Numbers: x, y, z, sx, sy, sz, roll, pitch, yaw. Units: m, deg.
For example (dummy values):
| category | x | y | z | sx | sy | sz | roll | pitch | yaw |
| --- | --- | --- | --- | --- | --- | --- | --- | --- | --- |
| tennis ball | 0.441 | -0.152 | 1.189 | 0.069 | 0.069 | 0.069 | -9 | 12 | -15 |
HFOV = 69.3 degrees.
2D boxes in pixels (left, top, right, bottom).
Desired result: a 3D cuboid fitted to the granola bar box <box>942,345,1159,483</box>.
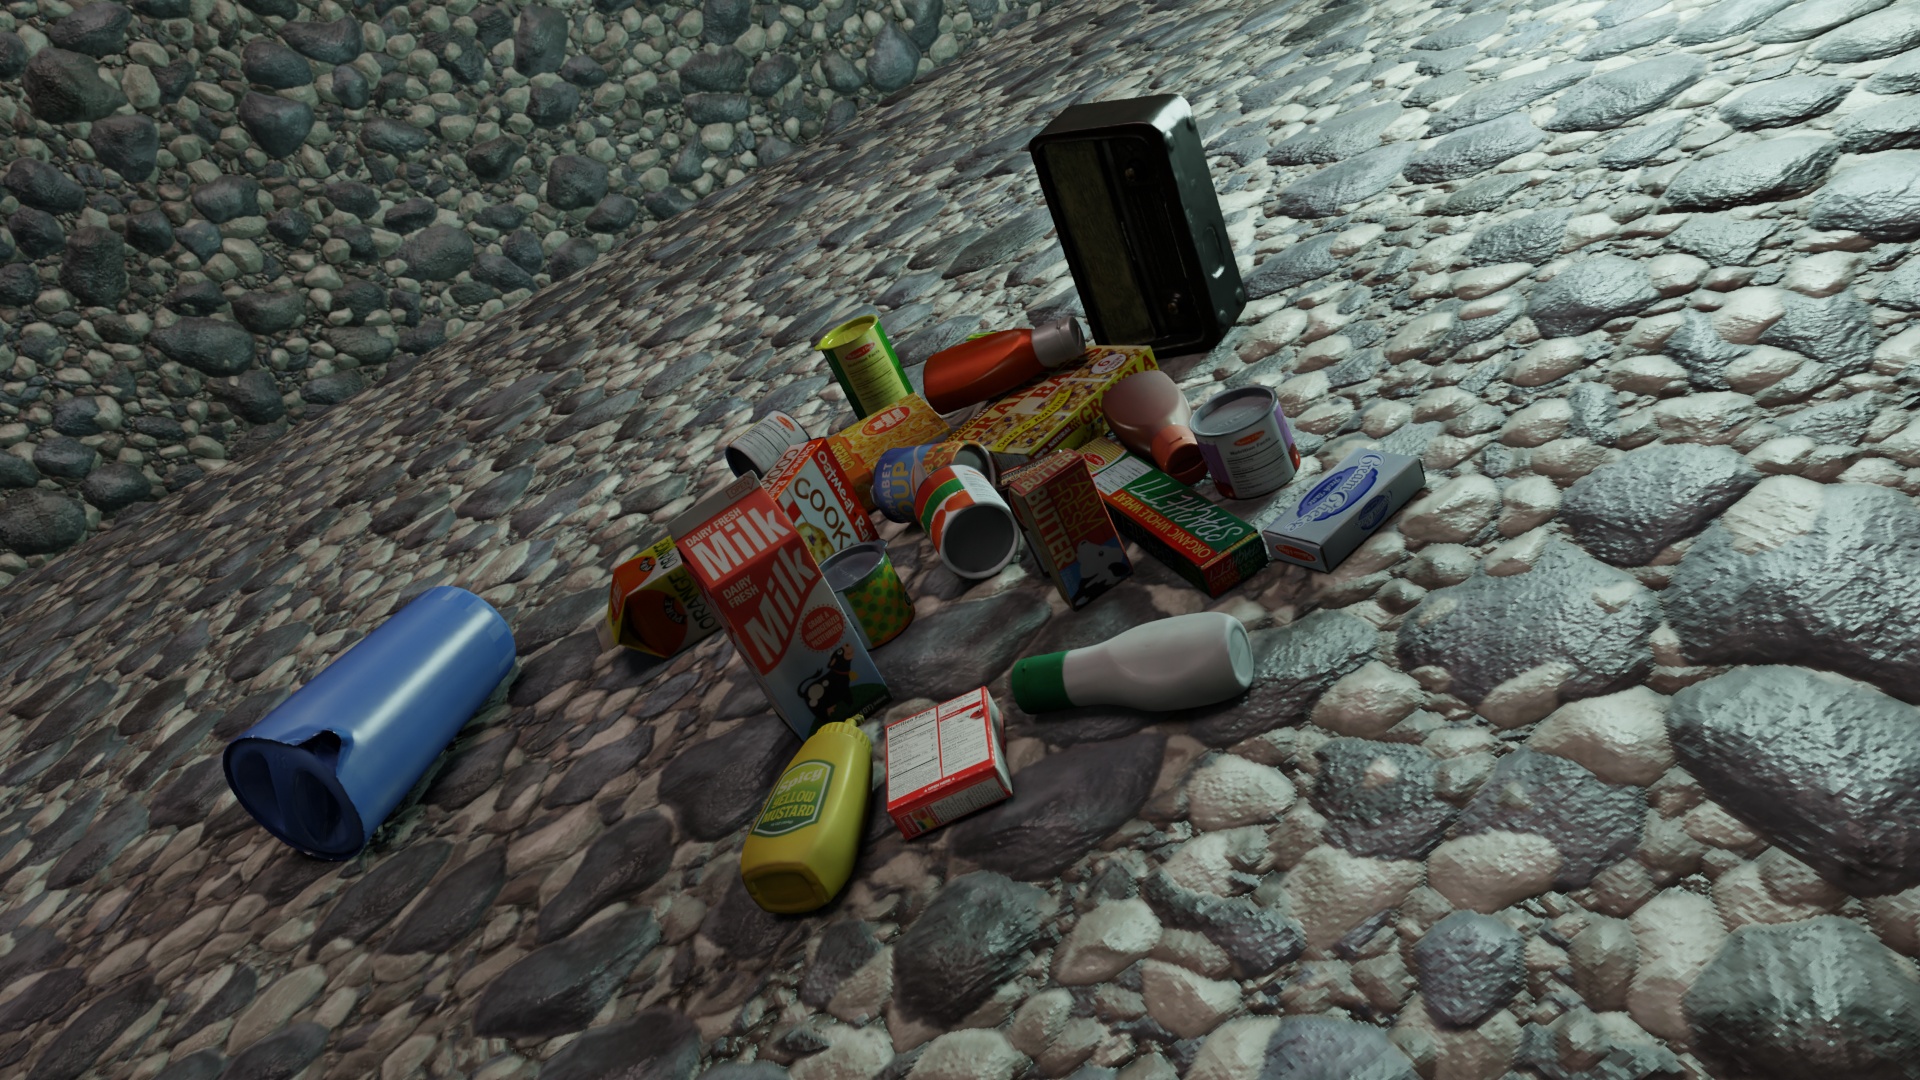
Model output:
| category | x | y | z | sx | sy | sz | roll | pitch | yaw |
| --- | --- | --- | --- | --- | --- | --- | --- | --- | --- |
| granola bar box | 0.081 | -0.112 | 1.223 | 0.166 | 0.039 | 0.124 | -41 | 29 | -26 |

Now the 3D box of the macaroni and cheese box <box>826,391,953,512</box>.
| category | x | y | z | sx | sy | sz | roll | pitch | yaw |
| --- | --- | --- | --- | --- | --- | --- | --- | --- | --- |
| macaroni and cheese box | -0.092 | -0.069 | 1.305 | 0.167 | 0.040 | 0.124 | -29 | 27 | -5 |

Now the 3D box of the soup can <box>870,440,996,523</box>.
| category | x | y | z | sx | sy | sz | roll | pitch | yaw |
| --- | --- | --- | --- | --- | --- | --- | --- | --- | --- |
| soup can | -0.023 | -0.048 | 1.173 | 0.083 | 0.071 | 0.072 | -4 | 35 | 38 |

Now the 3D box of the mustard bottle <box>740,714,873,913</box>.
| category | x | y | z | sx | sy | sz | roll | pitch | yaw |
| --- | --- | --- | --- | --- | --- | --- | --- | --- | --- |
| mustard bottle | -0.088 | 0.161 | 0.879 | 0.065 | 0.048 | 0.161 | -14 | 29 | 21 |

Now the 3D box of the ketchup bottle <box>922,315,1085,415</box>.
| category | x | y | z | sx | sy | sz | roll | pitch | yaw |
| --- | --- | --- | --- | --- | --- | --- | --- | --- | --- |
| ketchup bottle | 0.039 | -0.163 | 1.256 | 0.148 | 0.043 | 0.065 | -17 | 46 | 25 |

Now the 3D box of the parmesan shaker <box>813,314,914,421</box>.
| category | x | y | z | sx | sy | sz | roll | pitch | yaw |
| --- | --- | --- | --- | --- | --- | --- | --- | --- | --- |
| parmesan shaker | -0.094 | -0.167 | 1.412 | 0.071 | 0.102 | 0.071 | -21 | 27 | 11 |

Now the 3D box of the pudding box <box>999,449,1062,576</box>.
| category | x | y | z | sx | sy | sz | roll | pitch | yaw |
| --- | --- | --- | --- | --- | --- | --- | --- | --- | --- |
| pudding box | 0.067 | -0.020 | 1.021 | 0.049 | 0.083 | 0.030 | -21 | 27 | 13 |

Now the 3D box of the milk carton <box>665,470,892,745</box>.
| category | x | y | z | sx | sy | sz | roll | pitch | yaw |
| --- | --- | --- | --- | --- | --- | --- | --- | --- | --- |
| milk carton | -0.128 | 0.047 | 0.963 | 0.072 | 0.190 | 0.073 | -35 | 27 | -14 |

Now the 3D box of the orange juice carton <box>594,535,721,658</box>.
| category | x | y | z | sx | sy | sz | roll | pitch | yaw |
| --- | --- | --- | --- | --- | --- | --- | --- | --- | --- |
| orange juice carton | -0.231 | 0.035 | 1.209 | 0.193 | 0.072 | 0.072 | -32 | 27 | -8 |

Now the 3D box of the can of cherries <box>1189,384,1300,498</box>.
| category | x | y | z | sx | sy | sz | roll | pitch | yaw |
| --- | --- | --- | --- | --- | --- | --- | --- | --- | --- |
| can of cherries | 0.209 | -0.073 | 1.017 | 0.071 | 0.058 | 0.072 | -22 | 27 | 12 |

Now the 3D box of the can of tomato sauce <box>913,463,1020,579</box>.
| category | x | y | z | sx | sy | sz | roll | pitch | yaw |
| --- | --- | --- | --- | --- | --- | --- | --- | --- | --- |
| can of tomato sauce | 0.004 | -0.014 | 1.091 | 0.071 | 0.071 | 0.083 | -29 | 27 | -3 |

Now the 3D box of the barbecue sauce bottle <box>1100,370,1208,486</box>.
| category | x | y | z | sx | sy | sz | roll | pitch | yaw |
| --- | --- | --- | --- | --- | --- | --- | --- | --- | --- |
| barbecue sauce bottle | 0.159 | -0.089 | 1.107 | 0.065 | 0.043 | 0.149 | -26 | 27 | 3 |

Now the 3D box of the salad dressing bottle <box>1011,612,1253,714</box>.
| category | x | y | z | sx | sy | sz | roll | pitch | yaw |
| --- | --- | --- | --- | --- | --- | --- | --- | --- | --- |
| salad dressing bottle | 0.103 | 0.080 | 0.857 | 0.147 | 0.044 | 0.064 | -12 | 32 | 30 |

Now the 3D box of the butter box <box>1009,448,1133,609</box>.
| category | x | y | z | sx | sy | sz | roll | pitch | yaw |
| --- | --- | --- | --- | --- | --- | --- | --- | --- | --- |
| butter box | 0.078 | -0.008 | 0.969 | 0.053 | 0.103 | 0.024 | -32 | 27 | -12 |

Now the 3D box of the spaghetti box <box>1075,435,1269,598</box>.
| category | x | y | z | sx | sy | sz | roll | pitch | yaw |
| --- | --- | --- | --- | --- | --- | --- | --- | --- | --- |
| spaghetti box | 0.141 | -0.023 | 1.022 | 0.050 | 0.028 | 0.251 | -31 | 27 | -8 |

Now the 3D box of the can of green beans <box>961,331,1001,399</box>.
| category | x | y | z | sx | sy | sz | roll | pitch | yaw |
| --- | --- | --- | --- | --- | --- | --- | --- | --- | --- |
| can of green beans | 0.039 | -0.168 | 1.333 | 0.058 | 0.071 | 0.071 | 4 | 40 | 45 |

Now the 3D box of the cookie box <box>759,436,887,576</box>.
| category | x | y | z | sx | sy | sz | roll | pitch | yaw |
| --- | --- | --- | --- | --- | --- | --- | --- | --- | --- |
| cookie box | -0.129 | 0.015 | 1.094 | 0.040 | 0.122 | 0.168 | -9 | 32 | 32 |

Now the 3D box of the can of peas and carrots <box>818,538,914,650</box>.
| category | x | y | z | sx | sy | sz | roll | pitch | yaw |
| --- | --- | --- | --- | --- | --- | --- | --- | --- | --- |
| can of peas and carrots | -0.074 | 0.042 | 1.070 | 0.071 | 0.058 | 0.071 | -21 | 27 | 11 |

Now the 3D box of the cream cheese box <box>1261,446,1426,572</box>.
| category | x | y | z | sx | sy | sz | roll | pitch | yaw |
| --- | --- | --- | --- | --- | --- | --- | --- | --- | --- |
| cream cheese box | 0.254 | -0.022 | 0.921 | 0.104 | 0.024 | 0.053 | -38 | 29 | -21 |

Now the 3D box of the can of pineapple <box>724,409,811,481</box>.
| category | x | y | z | sx | sy | sz | roll | pitch | yaw |
| --- | --- | --- | --- | --- | --- | --- | --- | --- | --- |
| can of pineapple | -0.173 | -0.076 | 1.274 | 0.058 | 0.070 | 0.071 | -42 | 30 | -26 |
